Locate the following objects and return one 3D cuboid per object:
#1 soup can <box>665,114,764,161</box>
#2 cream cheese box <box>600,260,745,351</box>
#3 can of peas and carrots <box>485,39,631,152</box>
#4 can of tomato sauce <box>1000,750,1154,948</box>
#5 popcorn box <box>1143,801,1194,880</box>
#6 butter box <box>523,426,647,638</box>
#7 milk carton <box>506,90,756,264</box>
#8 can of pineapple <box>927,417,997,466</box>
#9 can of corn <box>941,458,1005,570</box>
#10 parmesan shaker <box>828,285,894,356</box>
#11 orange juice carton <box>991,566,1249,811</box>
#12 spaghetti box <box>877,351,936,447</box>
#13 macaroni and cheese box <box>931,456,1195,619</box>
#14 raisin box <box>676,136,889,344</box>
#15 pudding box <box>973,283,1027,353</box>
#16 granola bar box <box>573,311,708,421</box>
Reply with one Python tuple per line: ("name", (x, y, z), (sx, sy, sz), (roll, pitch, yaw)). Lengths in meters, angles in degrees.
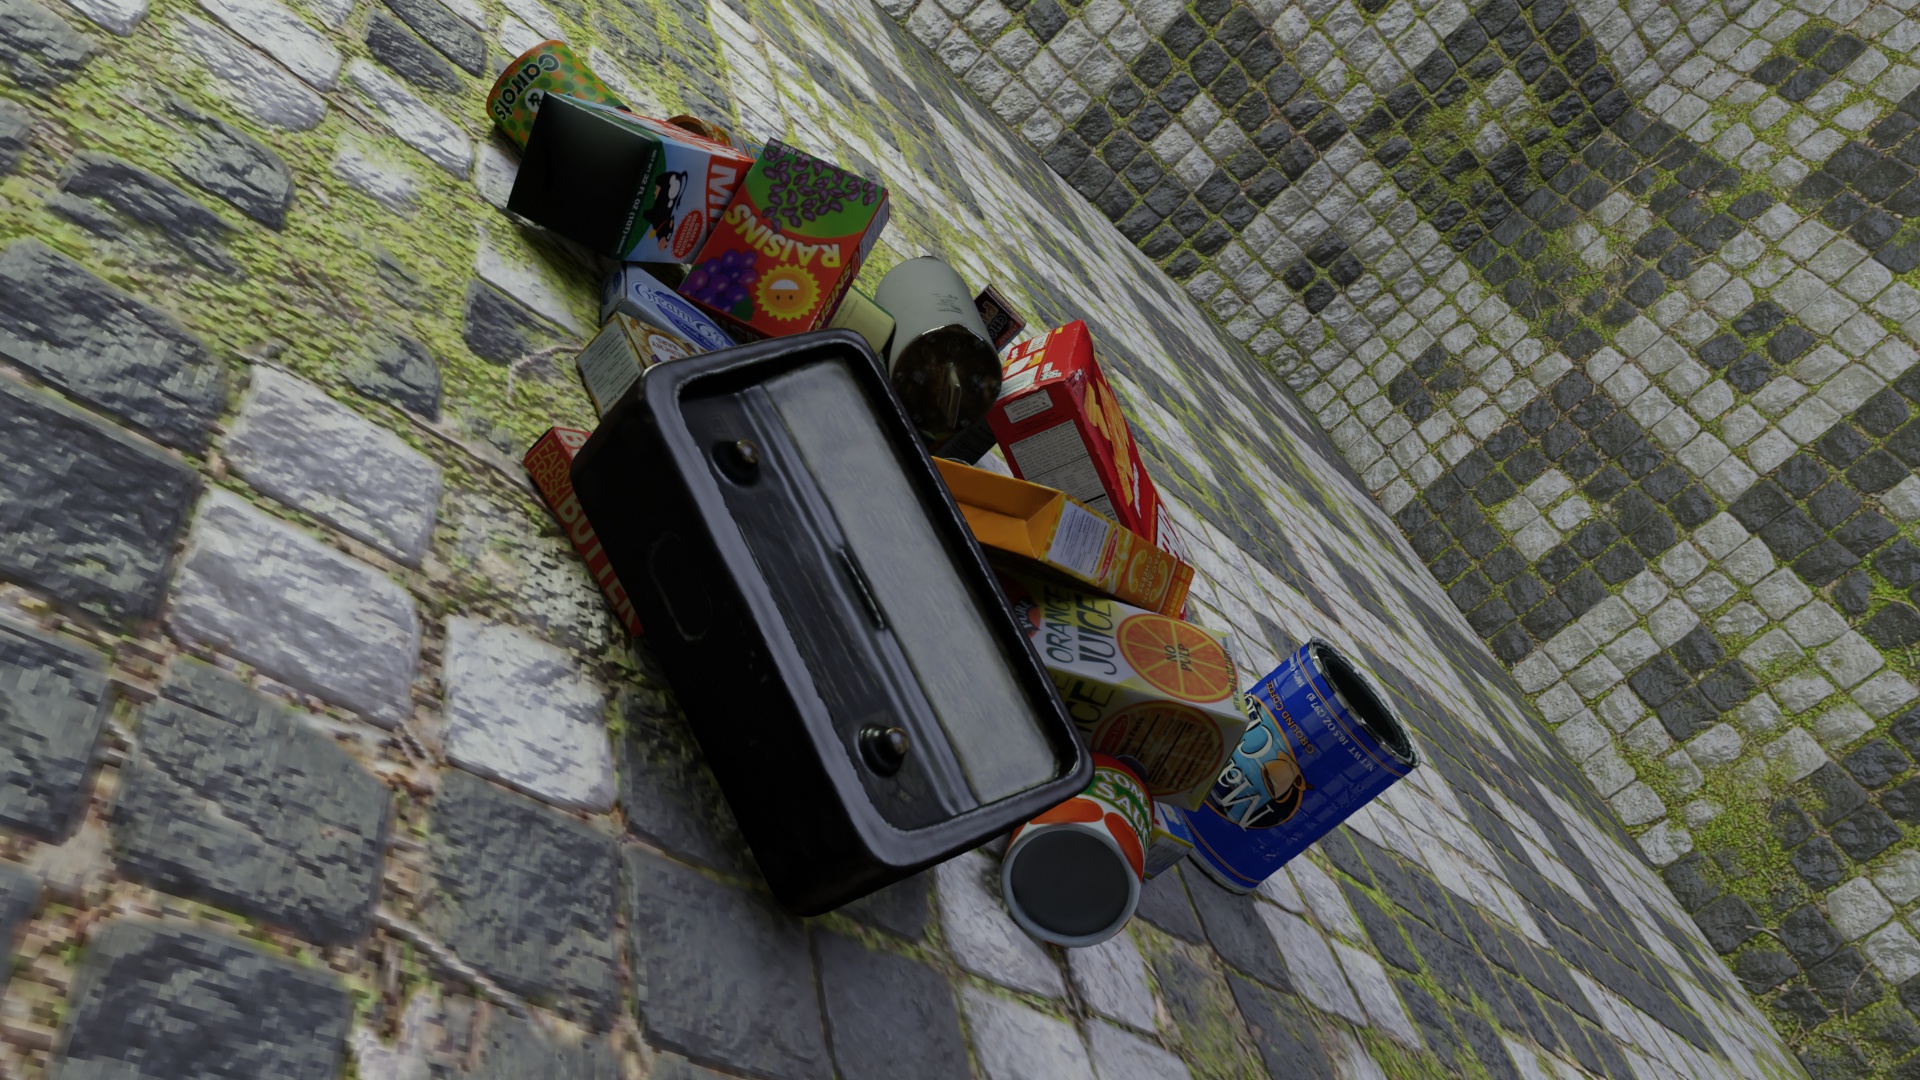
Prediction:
("soup can", (-0.175, -0.264, 1.001), (0.071, 0.071, 0.084), (53, 20, 18))
("cream cheese box", (-0.161, -0.116, 0.808), (0.103, 0.024, 0.053), (35, 20, -31))
("can of peas and carrots", (-0.247, -0.262, 0.851), (0.058, 0.070, 0.071), (45, 19, -2))
("can of tomato sauce", (0.060, 0.149, 0.681), (0.071, 0.071, 0.083), (46, 19, -2))
("popcorn box", (0.076, 0.127, 0.807), (0.085, 0.038, 0.127), (30, 25, -37))
("butter box", (-0.146, -0.003, 0.614), (0.104, 0.024, 0.053), (54, 19, 18))
("milk carton", (-0.185, -0.215, 0.849), (0.073, 0.072, 0.191), (26, 15, 10))
("can of pineapple", (0.000, -0.094, 1.056), (0.071, 0.057, 0.071), (41, 19, -18))
("can of corn", (0.003, -0.011, 0.890), (0.058, 0.071, 0.071), (22, 31, -53))
("parmesan shaker", (-0.105, -0.152, 0.930), (0.103, 0.071, 0.071), (36, 21, -21))
("orange juice carton", (0.048, 0.073, 0.736), (0.193, 0.072, 0.072), (16, 33, -9))
("spaghetti box", (-0.094, -0.160, 1.031), (0.050, 0.028, 0.251), (21, 32, -53))
("macaroni and cheese box", (0.042, -0.002, 0.782), (0.124, 0.040, 0.166), (18, -4, 36))
("raisin box", (-0.109, -0.177, 0.861), (0.086, 0.124, 0.040), (25, -18, 4))
("pudding box", (0.012, -0.176, 1.206), (0.049, 0.083, 0.030), (45, 21, -8))
("granola bar box", (-0.113, -0.044, 0.743), (0.165, 0.039, 0.124), (20, 32, -52))
